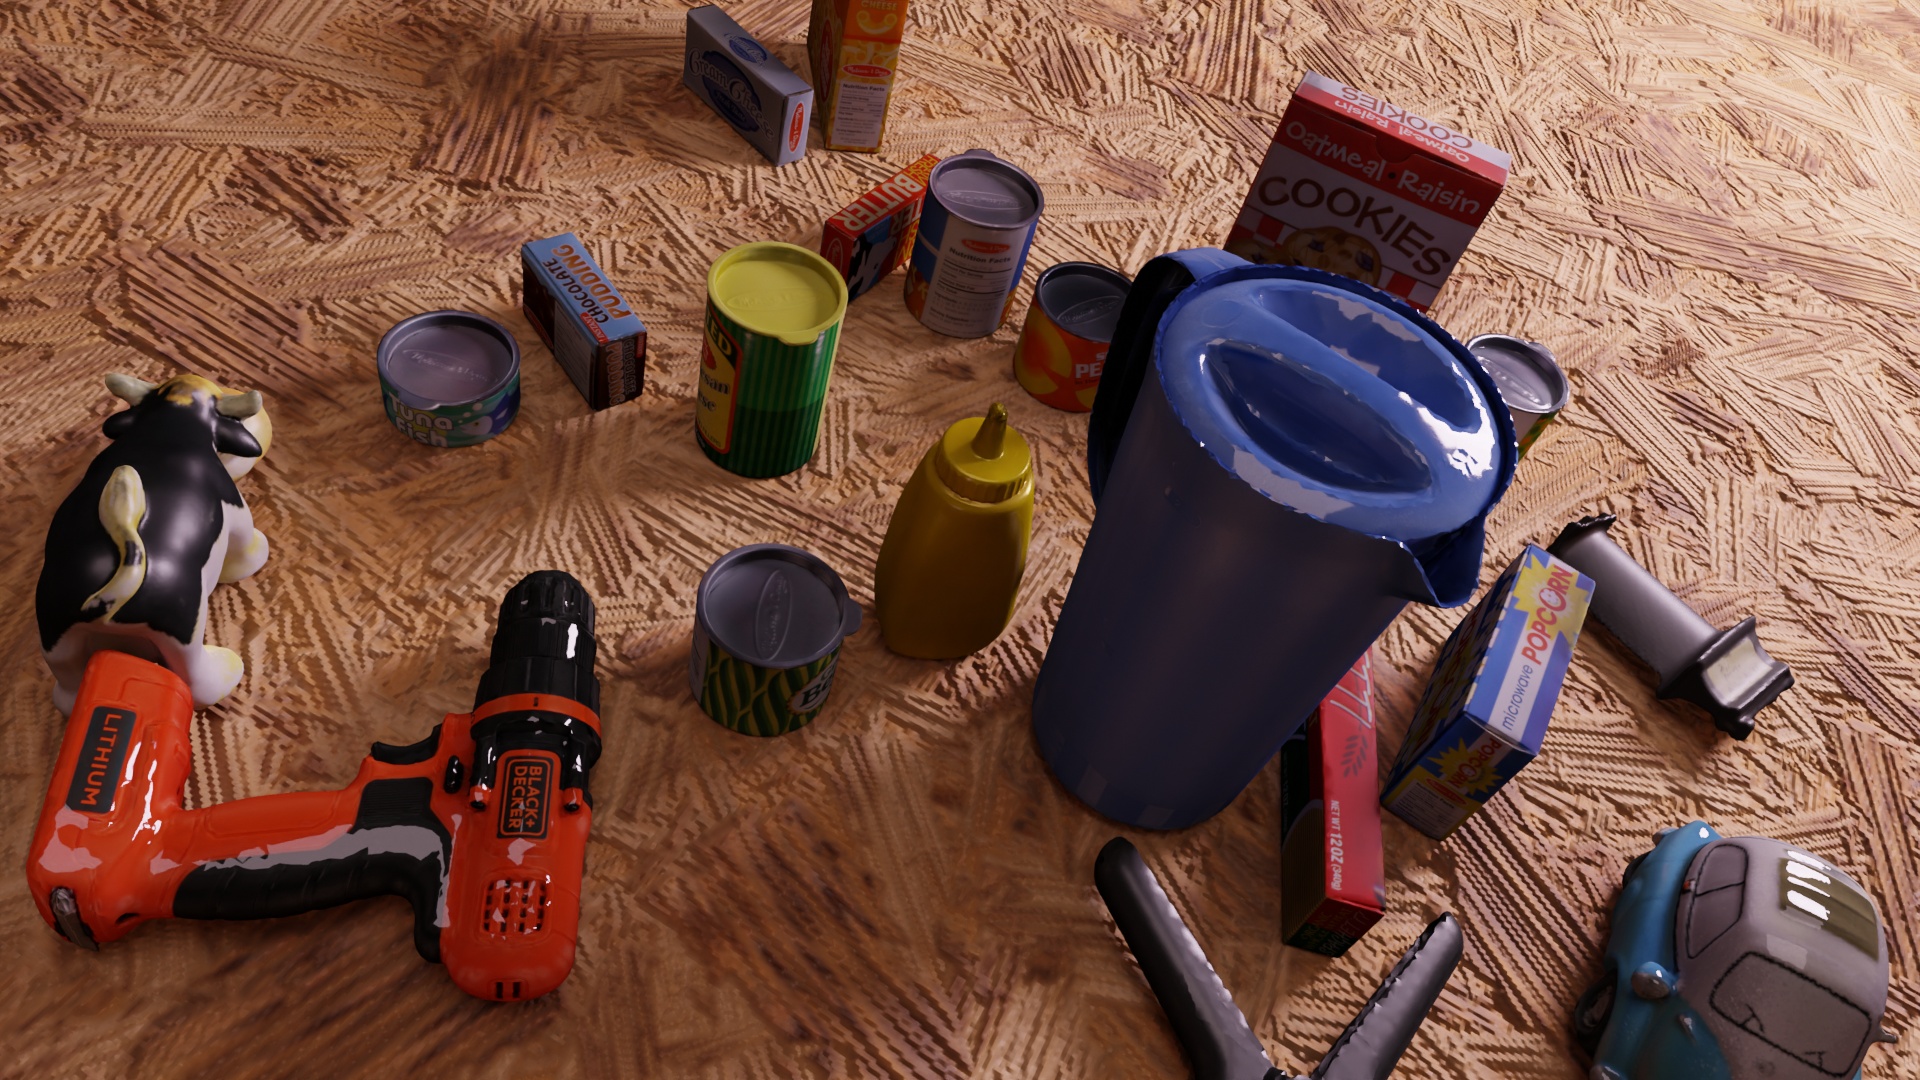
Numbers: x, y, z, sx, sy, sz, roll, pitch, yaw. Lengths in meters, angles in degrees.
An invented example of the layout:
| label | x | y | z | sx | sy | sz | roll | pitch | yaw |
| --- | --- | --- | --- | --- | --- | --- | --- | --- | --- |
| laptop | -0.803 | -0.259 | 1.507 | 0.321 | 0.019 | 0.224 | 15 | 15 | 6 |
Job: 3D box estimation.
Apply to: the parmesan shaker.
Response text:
| label | x | y | z | sx | sy | sz | roll | pitch | yaw |
| --- | --- | --- | --- | --- | --- | --- | --- | --- | --- |
| parmesan shaker | -0.096 | -0.085 | 0.689 | 0.071 | 0.102 | 0.072 | 8 | 50 | -9 |

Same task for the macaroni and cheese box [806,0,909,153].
| label | x | y | z | sx | sy | sz | roll | pitch | yaw |
| --- | --- | --- | --- | --- | --- | --- | --- | --- | --- |
| macaroni and cheese box | -0.063 | -0.352 | 0.877 | 0.040 | 0.165 | 0.124 | 0 | 51 | -16 |

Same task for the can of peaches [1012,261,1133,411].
| label | x | y | z | sx | sy | sz | roll | pitch | yaw |
| --- | --- | --- | --- | --- | --- | --- | --- | --- | --- |
| can of peaches | 0.069 | -0.114 | 0.789 | 0.071 | 0.057 | 0.071 | 8 | 50 | -9 |

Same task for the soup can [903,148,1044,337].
| label | x | y | z | sx | sy | sz | roll | pitch | yaw |
| --- | --- | --- | --- | --- | --- | --- | --- | --- | --- |
| soup can | 0.006 | -0.171 | 0.801 | 0.071 | 0.083 | 0.072 | 8 | 50 | -9 |

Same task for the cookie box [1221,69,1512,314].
| label | x | y | z | sx | sy | sz | roll | pitch | yaw |
| --- | --- | --- | --- | --- | --- | --- | --- | --- | --- |
| cookie box | 0.221 | -0.171 | 0.807 | 0.123 | 0.166 | 0.040 | 25 | 49 | 5 |

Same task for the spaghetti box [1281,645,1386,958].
| label | x | y | z | sx | sy | sz | roll | pitch | yaw |
| --- | --- | --- | --- | --- | --- | --- | --- | --- | --- |
| spaghetti box | 0.176 | 0.073 | 0.669 | 0.029 | 0.049 | 0.251 | 15 | 49 | -4 |

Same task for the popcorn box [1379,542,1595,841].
| label | x | y | z | sx | sy | sz | roll | pitch | yaw |
| --- | --- | --- | --- | --- | --- | --- | --- | --- | --- |
| popcorn box | 0.254 | 0.072 | 0.668 | 0.038 | 0.084 | 0.127 | 31 | 50 | 11 |

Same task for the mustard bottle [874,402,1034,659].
| label | x | y | z | sx | sy | sz | roll | pitch | yaw |
| --- | --- | --- | --- | --- | --- | --- | --- | --- | --- |
| mustard bottle | 0.002 | -0.008 | 0.614 | 0.065 | 0.159 | 0.049 | 1 | 51 | -15 |

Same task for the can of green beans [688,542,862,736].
| label | x | y | z | sx | sy | sz | roll | pitch | yaw |
| --- | --- | --- | --- | --- | --- | --- | --- | --- | --- |
| can of green beans | -0.085 | 0.044 | 0.614 | 0.071 | 0.057 | 0.071 | 8 | 50 | -9 |

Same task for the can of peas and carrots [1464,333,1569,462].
| label | x | y | z | sx | sy | sz | roll | pitch | yaw |
| --- | --- | --- | --- | --- | --- | --- | --- | --- | --- |
| can of peas and carrots | 0.320 | -0.082 | 0.832 | 0.071 | 0.058 | 0.071 | 8 | 50 | -9 |

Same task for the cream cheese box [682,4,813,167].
| label | x | y | z | sx | sy | sz | roll | pitch | yaw |
| --- | --- | --- | --- | --- | --- | --- | --- | --- | --- |
| cream cheese box | -0.136 | -0.288 | 0.879 | 0.024 | 0.053 | 0.104 | -30 | 64 | -33 |

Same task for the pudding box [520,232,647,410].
| label | x | y | z | sx | sy | sz | roll | pitch | yaw |
| --- | --- | --- | --- | --- | --- | --- | --- | --- | --- |
| pudding box | -0.196 | -0.114 | 0.720 | 0.030 | 0.049 | 0.084 | -25 | 61 | -31 |

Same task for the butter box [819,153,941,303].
| label | x | y | z | sx | sy | sz | roll | pitch | yaw |
| --- | --- | --- | --- | --- | --- | --- | --- | --- | --- |
| butter box | -0.044 | -0.183 | 0.818 | 0.024 | 0.052 | 0.104 | 35 | 51 | 14 |

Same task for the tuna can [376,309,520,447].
| label | x | y | z | sx | sy | sz | roll | pitch | yaw |
| --- | --- | --- | --- | --- | --- | --- | --- | --- | --- |
| tuna can | -0.252 | -0.078 | 0.685 | 0.071 | 0.032 | 0.071 | 8 | 50 | -9 |
